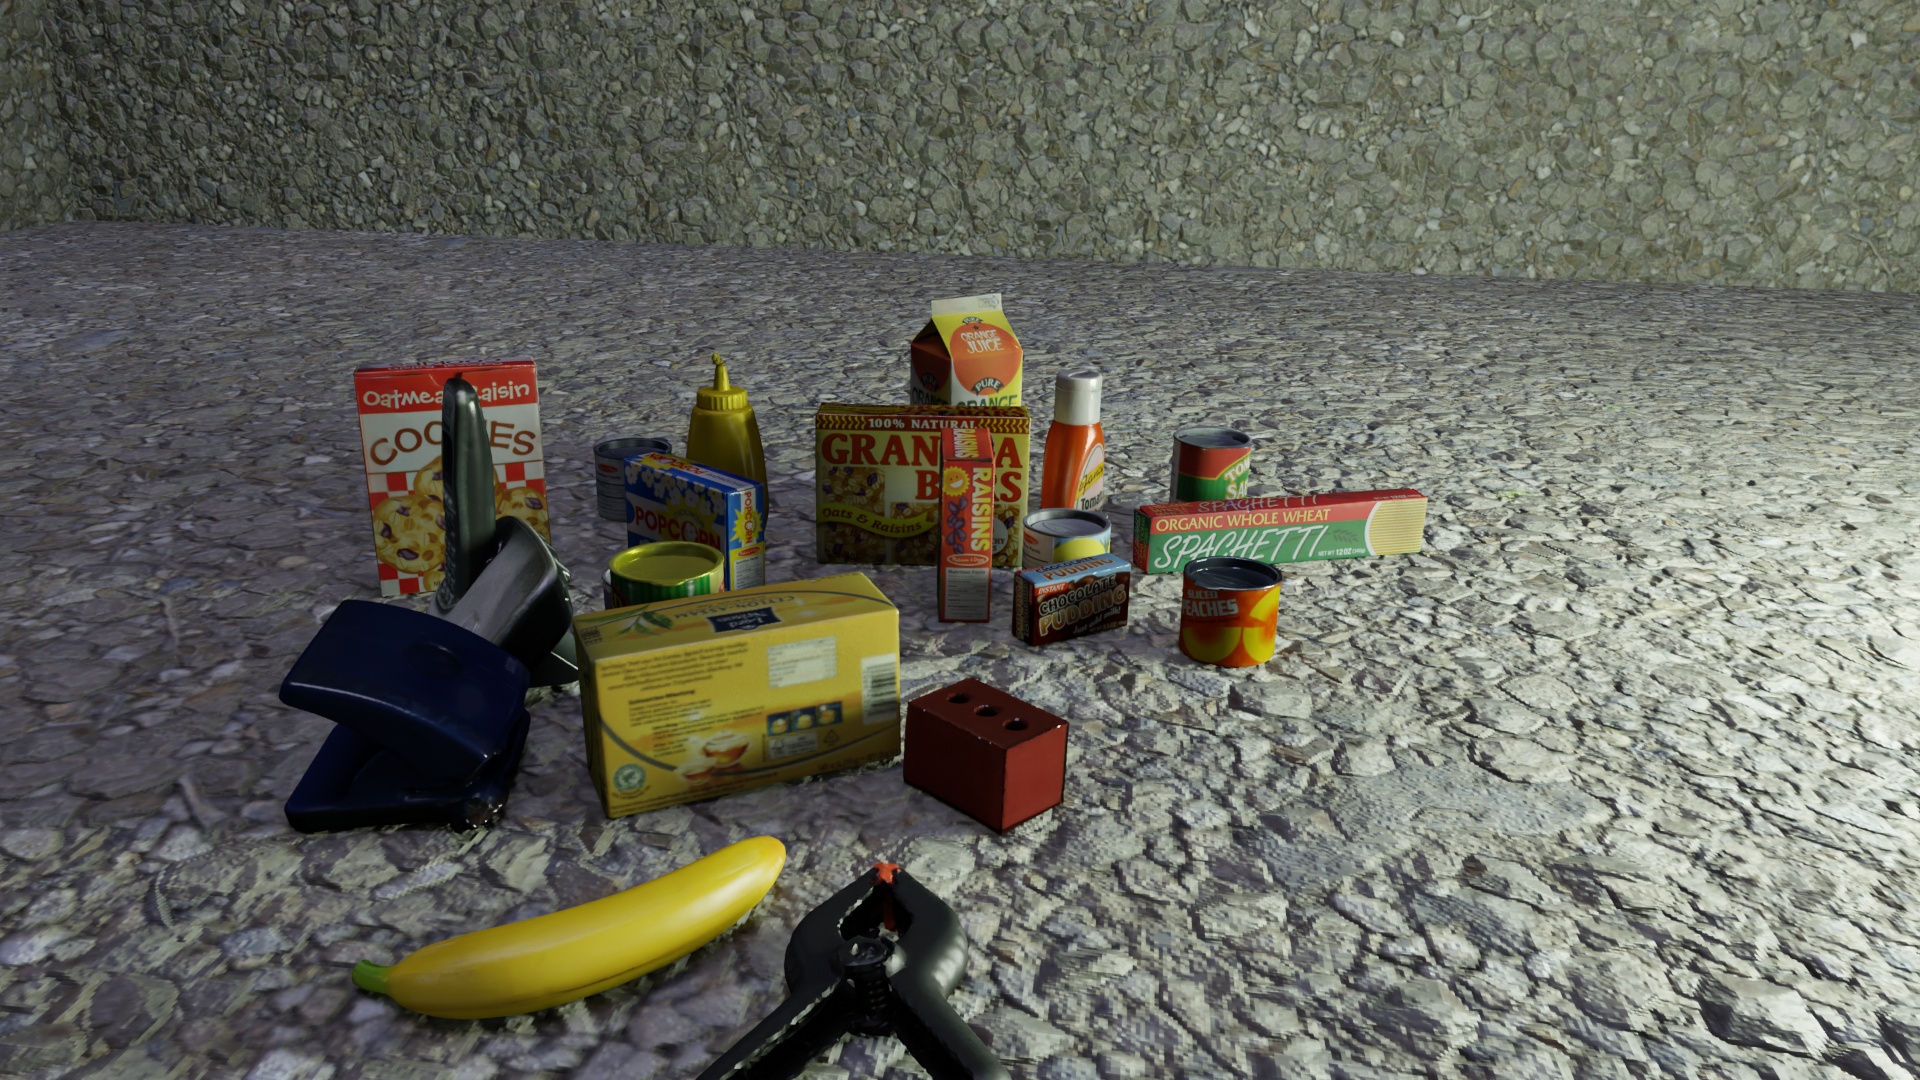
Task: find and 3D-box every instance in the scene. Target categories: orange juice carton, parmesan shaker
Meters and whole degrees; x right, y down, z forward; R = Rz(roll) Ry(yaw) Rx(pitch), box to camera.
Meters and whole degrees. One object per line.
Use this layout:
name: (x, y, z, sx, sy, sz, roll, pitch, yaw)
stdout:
orange juice carton: (0.003, -0.114, 1.194, 0.072, 0.192, 0.073, -10, 22, -30)
parmesan shaker: (-0.172, 0.060, 0.824, 0.071, 0.102, 0.071, 1, 19, 0)

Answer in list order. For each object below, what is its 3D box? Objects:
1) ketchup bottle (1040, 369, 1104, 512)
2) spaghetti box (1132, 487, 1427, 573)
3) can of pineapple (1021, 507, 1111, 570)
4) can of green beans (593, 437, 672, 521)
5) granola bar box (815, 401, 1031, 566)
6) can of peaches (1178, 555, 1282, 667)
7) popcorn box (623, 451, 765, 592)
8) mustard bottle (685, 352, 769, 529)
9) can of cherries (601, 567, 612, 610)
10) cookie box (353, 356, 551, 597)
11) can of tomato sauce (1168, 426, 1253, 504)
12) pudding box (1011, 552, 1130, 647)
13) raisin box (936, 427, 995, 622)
ketchup bottle: (0.091, -0.062, 1.117, 0.043, 0.148, 0.065, 13, 22, 31)
spaghetti box: (0.260, -0.009, 1.126, 0.250, 0.050, 0.029, -4, 20, -15)
can of pineapple: (0.080, 0.012, 1.043, 0.071, 0.057, 0.071, 1, 19, 0)
can of green beans: (-0.282, -0.053, 1.204, 0.071, 0.057, 0.071, 1, 19, 0)
granola bar box: (-0.030, -0.044, 1.097, 0.166, 0.123, 0.039, 1, 19, 0)
can of peaches: (0.182, 0.049, 0.947, 0.071, 0.057, 0.071, 1, 19, 0)
popcorn box: (-0.202, -0.013, 1.056, 0.127, 0.085, 0.038, 18, 25, 38)
mustard bottle: (-0.188, -0.072, 1.111, 0.065, 0.159, 0.049, 3, 19, 6)
can of cherries: (-0.203, 0.049, 0.921, 0.071, 0.058, 0.072, 1, 19, 0)
cookie box: (-0.370, -0.048, 1.022, 0.123, 0.166, 0.040, -6, 20, -21)
can of tomato sauce: (0.214, -0.049, 1.186, 0.071, 0.082, 0.071, 1, 19, 0)
pudding box: (0.078, 0.041, 0.976, 0.084, 0.049, 0.030, -10, 22, -29)
raisin box: (0.004, -0.013, 1.011, 0.040, 0.123, 0.086, 1, 19, -1)
